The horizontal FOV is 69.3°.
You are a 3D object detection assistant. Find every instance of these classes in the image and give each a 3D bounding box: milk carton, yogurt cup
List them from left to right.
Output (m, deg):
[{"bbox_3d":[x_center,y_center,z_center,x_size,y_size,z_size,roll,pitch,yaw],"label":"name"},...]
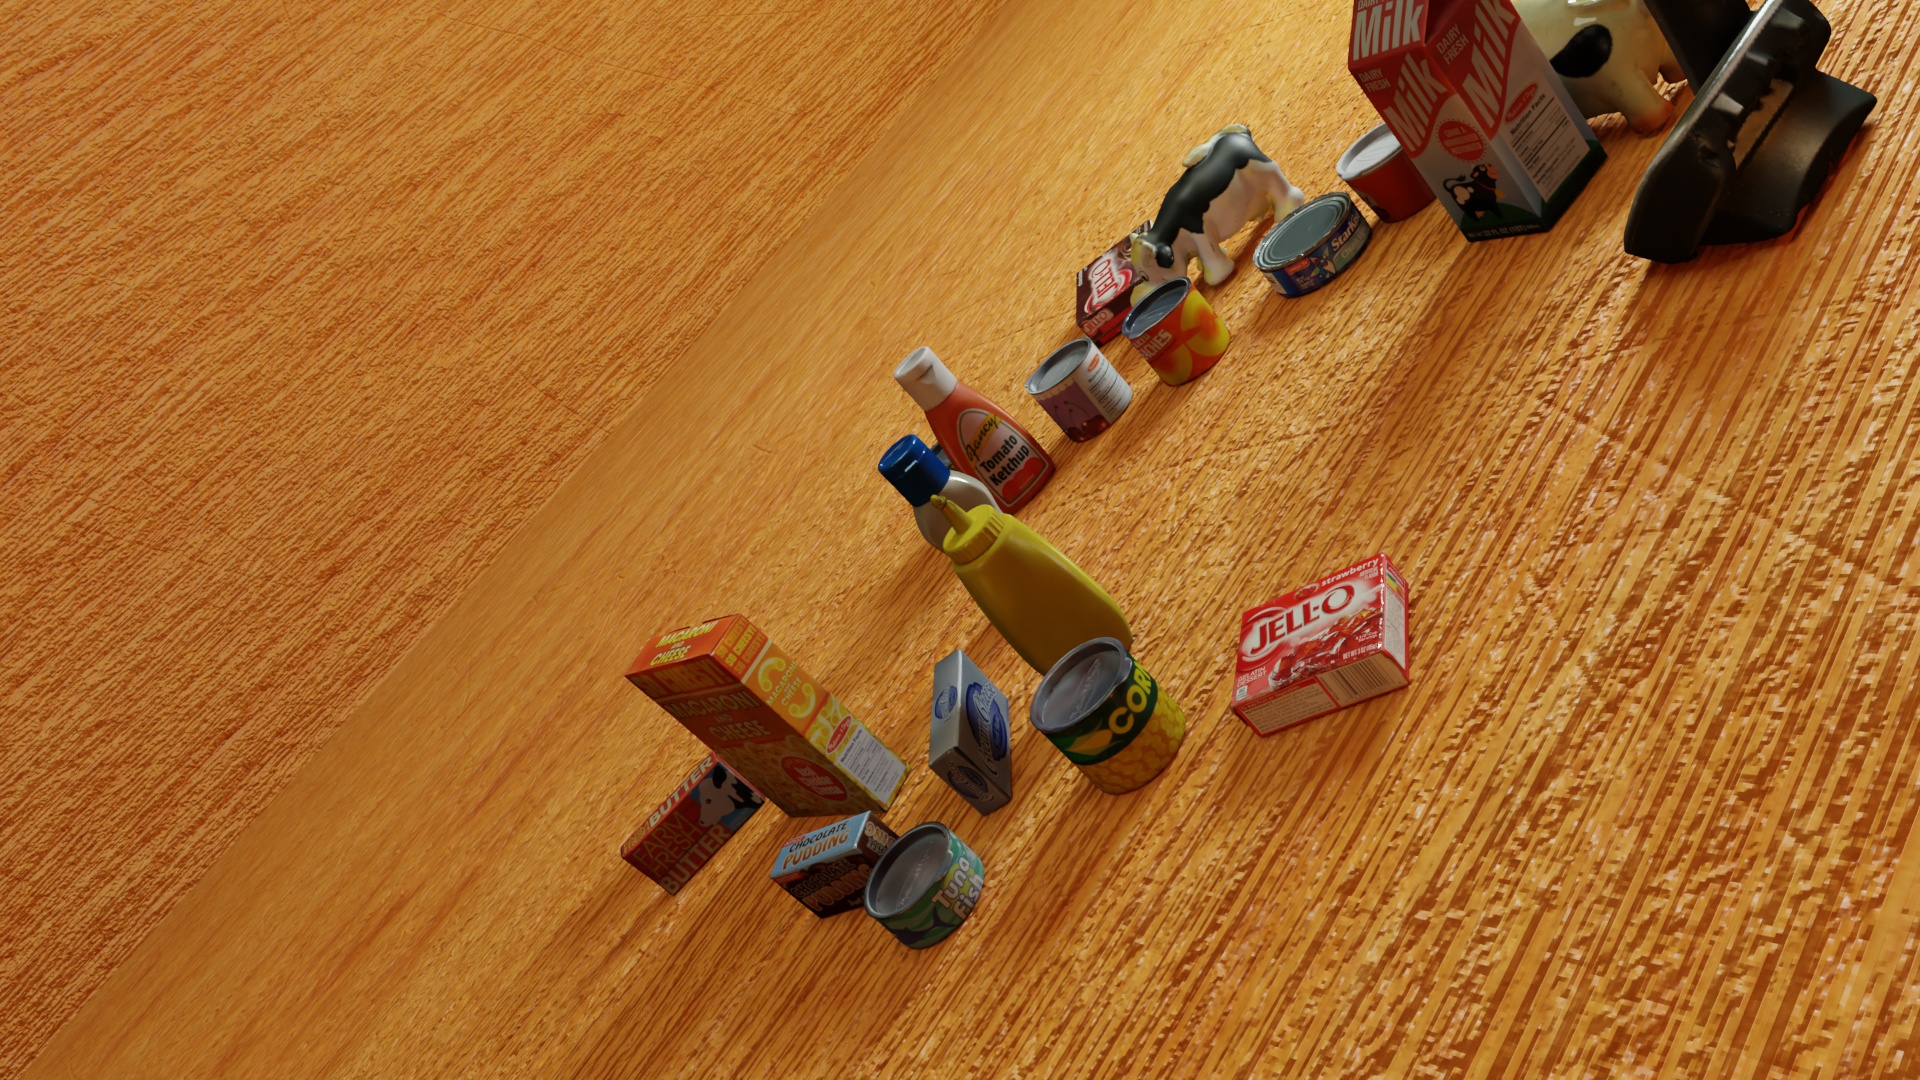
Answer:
[{"bbox_3d":[0.322,-0.273,1.029,0.072,0.054,0.073,-36,23,18],"label":"yogurt cup"},{"bbox_3d":[0.317,-0.286,0.878,0.073,0.190,0.072,-49,22,-12],"label":"milk carton"}]

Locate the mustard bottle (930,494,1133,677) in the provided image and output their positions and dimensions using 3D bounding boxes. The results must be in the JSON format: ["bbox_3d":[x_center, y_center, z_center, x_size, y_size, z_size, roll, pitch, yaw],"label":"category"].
[{"bbox_3d":[0.036,0.024,0.842,0.065,0.160,0.049,-47,22,-8],"label":"mustard bottle"}]

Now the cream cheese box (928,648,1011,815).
[{"bbox_3d":[0.007,0.118,0.866,0.024,0.053,0.104,-36,23,20],"label":"cream cheese box"}]

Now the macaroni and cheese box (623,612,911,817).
[{"bbox_3d":[-0.132,0.123,0.944,0.123,0.166,0.040,-17,34,49],"label":"macaroni and cheese box"}]

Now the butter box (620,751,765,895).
[{"bbox_3d":[-0.203,0.215,1.053,0.103,0.053,0.024,-46,22,-5],"label":"butter box"}]

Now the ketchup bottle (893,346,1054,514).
[{"bbox_3d":[0.008,-0.091,1.114,0.065,0.148,0.043,-46,22,-5],"label":"ketchup bottle"}]

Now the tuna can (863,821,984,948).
[{"bbox_3d":[-0.019,0.197,0.795,0.071,0.032,0.071,-36,23,18],"label":"tuna can"}]

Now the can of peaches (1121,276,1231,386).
[{"bbox_3d":[0.168,-0.161,1.087,0.071,0.058,0.071,-36,23,18],"label":"can of peaches"}]

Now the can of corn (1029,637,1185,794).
[{"bbox_3d":[0.083,0.096,0.766,0.071,0.058,0.071,-36,23,18],"label":"can of corn"}]

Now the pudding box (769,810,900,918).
[{"bbox_3d":[-0.071,0.200,0.856,0.083,0.049,0.030,-26,28,37],"label":"pudding box"}]

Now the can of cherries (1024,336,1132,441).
[{"bbox_3d":[0.096,-0.123,1.141,0.071,0.058,0.072,-36,23,18],"label":"can of cherries"}]

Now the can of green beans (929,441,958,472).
[{"bbox_3d":[0.004,-0.055,1.177,0.071,0.057,0.071,-36,23,18],"label":"can of green beans"}]

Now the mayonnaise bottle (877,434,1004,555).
[{"bbox_3d":[0.003,-0.012,0.980,0.065,0.148,0.041,-44,22,0],"label":"mayonnaise bottle"}]
